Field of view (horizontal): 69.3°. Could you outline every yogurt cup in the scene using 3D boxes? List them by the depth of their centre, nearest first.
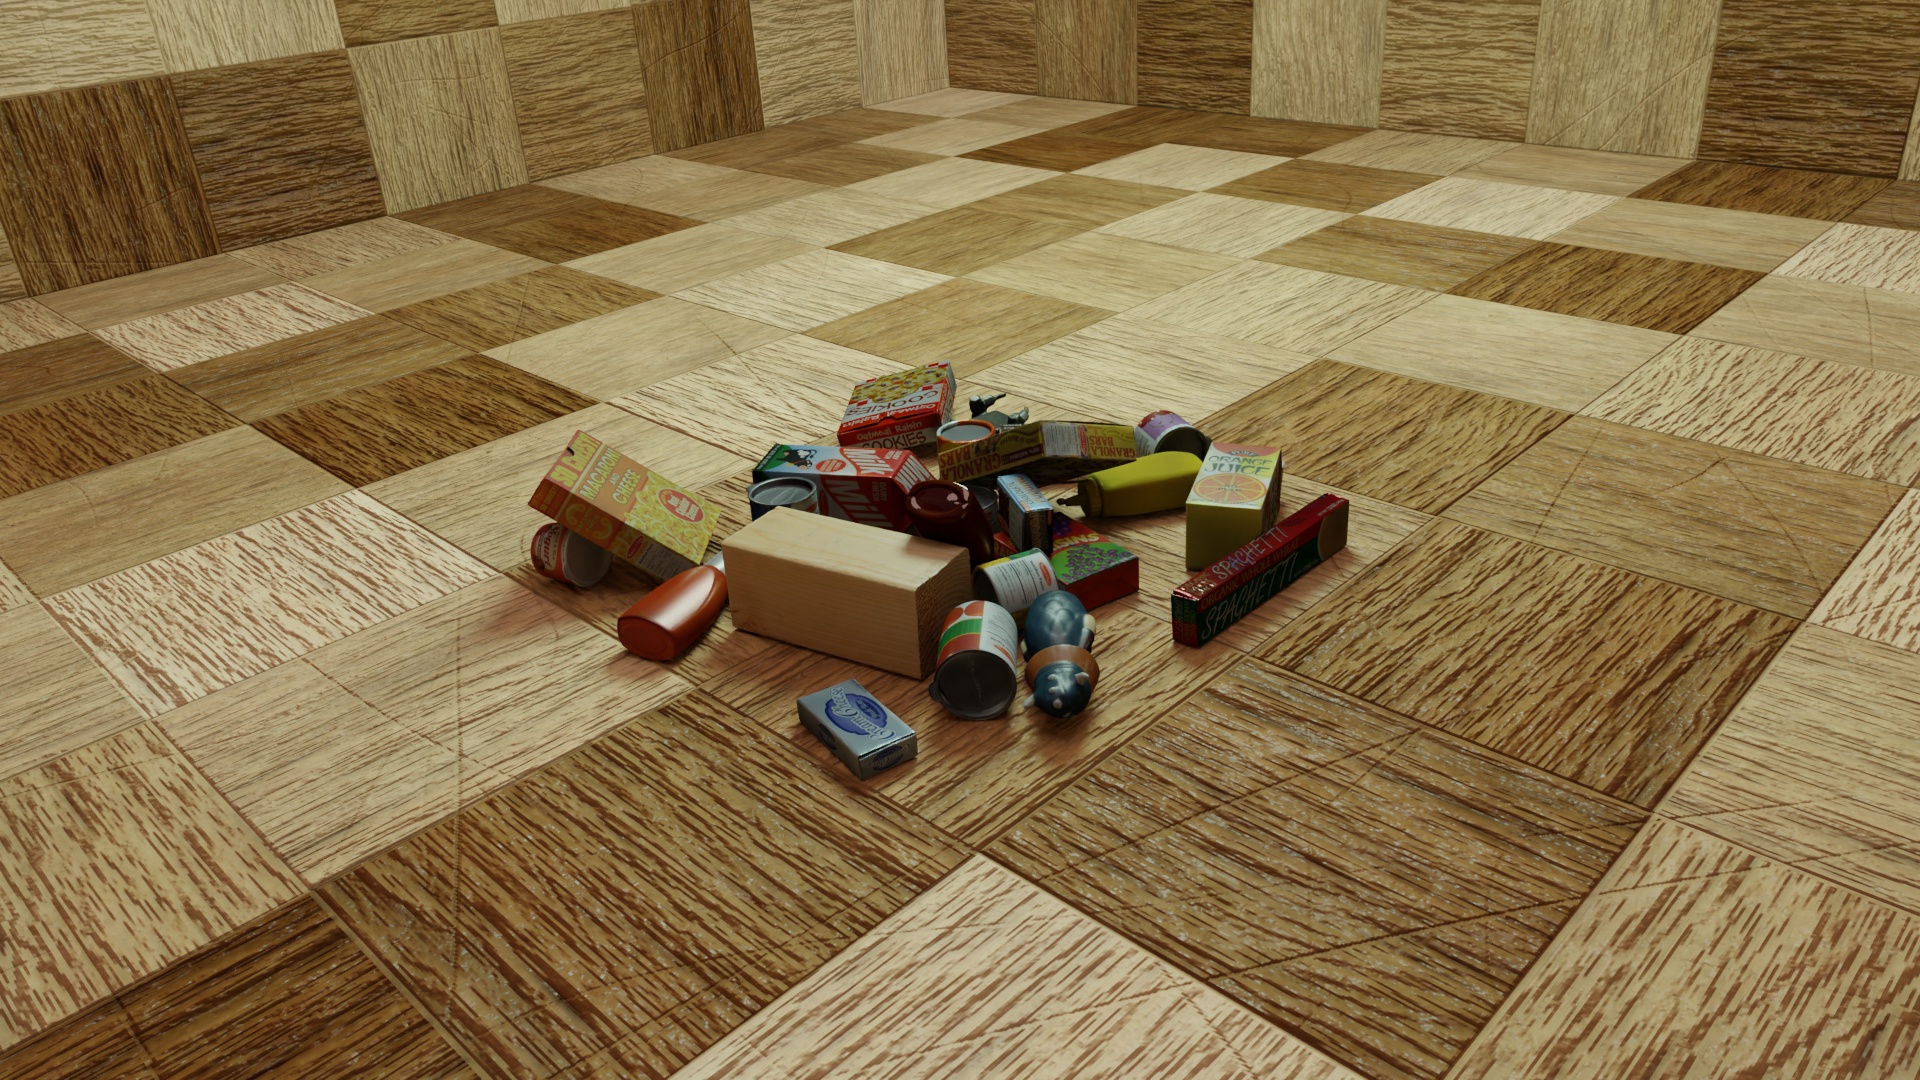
[{"bbox_3d":[-0.384,0.011,1.367,0.054,0.072,0.073,2,26,29],"label":"yogurt cup"}]

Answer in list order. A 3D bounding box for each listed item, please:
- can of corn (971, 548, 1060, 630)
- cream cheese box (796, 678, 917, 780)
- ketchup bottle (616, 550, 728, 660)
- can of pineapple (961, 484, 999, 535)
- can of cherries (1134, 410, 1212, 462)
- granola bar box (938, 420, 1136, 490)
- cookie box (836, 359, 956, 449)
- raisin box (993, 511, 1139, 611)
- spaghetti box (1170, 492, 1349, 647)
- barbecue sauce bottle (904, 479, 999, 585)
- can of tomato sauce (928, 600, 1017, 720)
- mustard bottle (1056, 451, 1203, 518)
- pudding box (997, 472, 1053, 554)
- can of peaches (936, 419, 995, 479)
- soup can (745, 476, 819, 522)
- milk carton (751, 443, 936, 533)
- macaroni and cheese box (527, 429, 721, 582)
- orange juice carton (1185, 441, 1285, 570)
[{"bbox_3d":[0.049,0.047,1.237,0.058,0.070,0.071,-16,29,-20],"label":"can of corn"},{"bbox_3d":[-0.082,0.147,1.099,0.053,0.024,0.104,-20,31,-28],"label":"cream cheese box"},{"bbox_3d":[-0.249,0.055,1.282,0.065,0.043,0.149,13,31,20],"label":"ketchup bottle"},{"bbox_3d":[0.005,-0.017,1.375,0.071,0.057,0.071,-3,27,2],"label":"can of pineapple"},{"bbox_3d":[0.229,-0.102,1.504,0.071,0.071,0.058,-11,26,-15],"label":"can of cherries"},{"bbox_3d":[0.075,-0.084,1.393,0.124,0.039,0.165,0,-9,-38],"label":"granola bar box"},{"bbox_3d":[-0.074,-0.157,1.654,0.123,0.040,0.168,-12,26,11],"label":"cookie box"},{"bbox_3d":[0.097,0.021,1.309,0.086,0.040,0.123,-20,32,-27],"label":"raisin box"},{"bbox_3d":[0.277,0.024,1.268,0.029,0.050,0.251,20,35,41],"label":"spaghetti box"},{"bbox_3d":[0.002,-0.001,1.256,0.065,0.148,0.044,8,66,24],"label":"barbecue sauce bottle"},{"bbox_3d":[0.012,0.098,1.141,0.071,0.071,0.083,-2,26,4],"label":"can of tomato sauce"},{"bbox_3d":[0.173,-0.053,1.434,0.160,0.048,0.065,-12,28,-13],"label":"mustard bottle"},{"bbox_3d":[0.060,-0.025,1.303,0.030,0.049,0.084,-9,28,-14],"label":"pudding box"},{"bbox_3d":[0.010,-0.095,1.527,0.071,0.057,0.071,-3,26,2],"label":"can of peaches"},{"bbox_3d":[-0.172,-0.012,1.359,0.071,0.083,0.071,-3,26,2],"label":"soup can"},{"bbox_3d":[-0.111,-0.051,1.439,0.190,0.073,0.073,4,27,14],"label":"milk carton"},{"bbox_3d":[-0.326,-0.033,1.369,0.166,0.040,0.124,31,23,-14],"label":"macaroni and cheese box"},{"bbox_3d":[0.274,-0.043,1.373,0.072,0.072,0.194,5,28,18],"label":"orange juice carton"}]
